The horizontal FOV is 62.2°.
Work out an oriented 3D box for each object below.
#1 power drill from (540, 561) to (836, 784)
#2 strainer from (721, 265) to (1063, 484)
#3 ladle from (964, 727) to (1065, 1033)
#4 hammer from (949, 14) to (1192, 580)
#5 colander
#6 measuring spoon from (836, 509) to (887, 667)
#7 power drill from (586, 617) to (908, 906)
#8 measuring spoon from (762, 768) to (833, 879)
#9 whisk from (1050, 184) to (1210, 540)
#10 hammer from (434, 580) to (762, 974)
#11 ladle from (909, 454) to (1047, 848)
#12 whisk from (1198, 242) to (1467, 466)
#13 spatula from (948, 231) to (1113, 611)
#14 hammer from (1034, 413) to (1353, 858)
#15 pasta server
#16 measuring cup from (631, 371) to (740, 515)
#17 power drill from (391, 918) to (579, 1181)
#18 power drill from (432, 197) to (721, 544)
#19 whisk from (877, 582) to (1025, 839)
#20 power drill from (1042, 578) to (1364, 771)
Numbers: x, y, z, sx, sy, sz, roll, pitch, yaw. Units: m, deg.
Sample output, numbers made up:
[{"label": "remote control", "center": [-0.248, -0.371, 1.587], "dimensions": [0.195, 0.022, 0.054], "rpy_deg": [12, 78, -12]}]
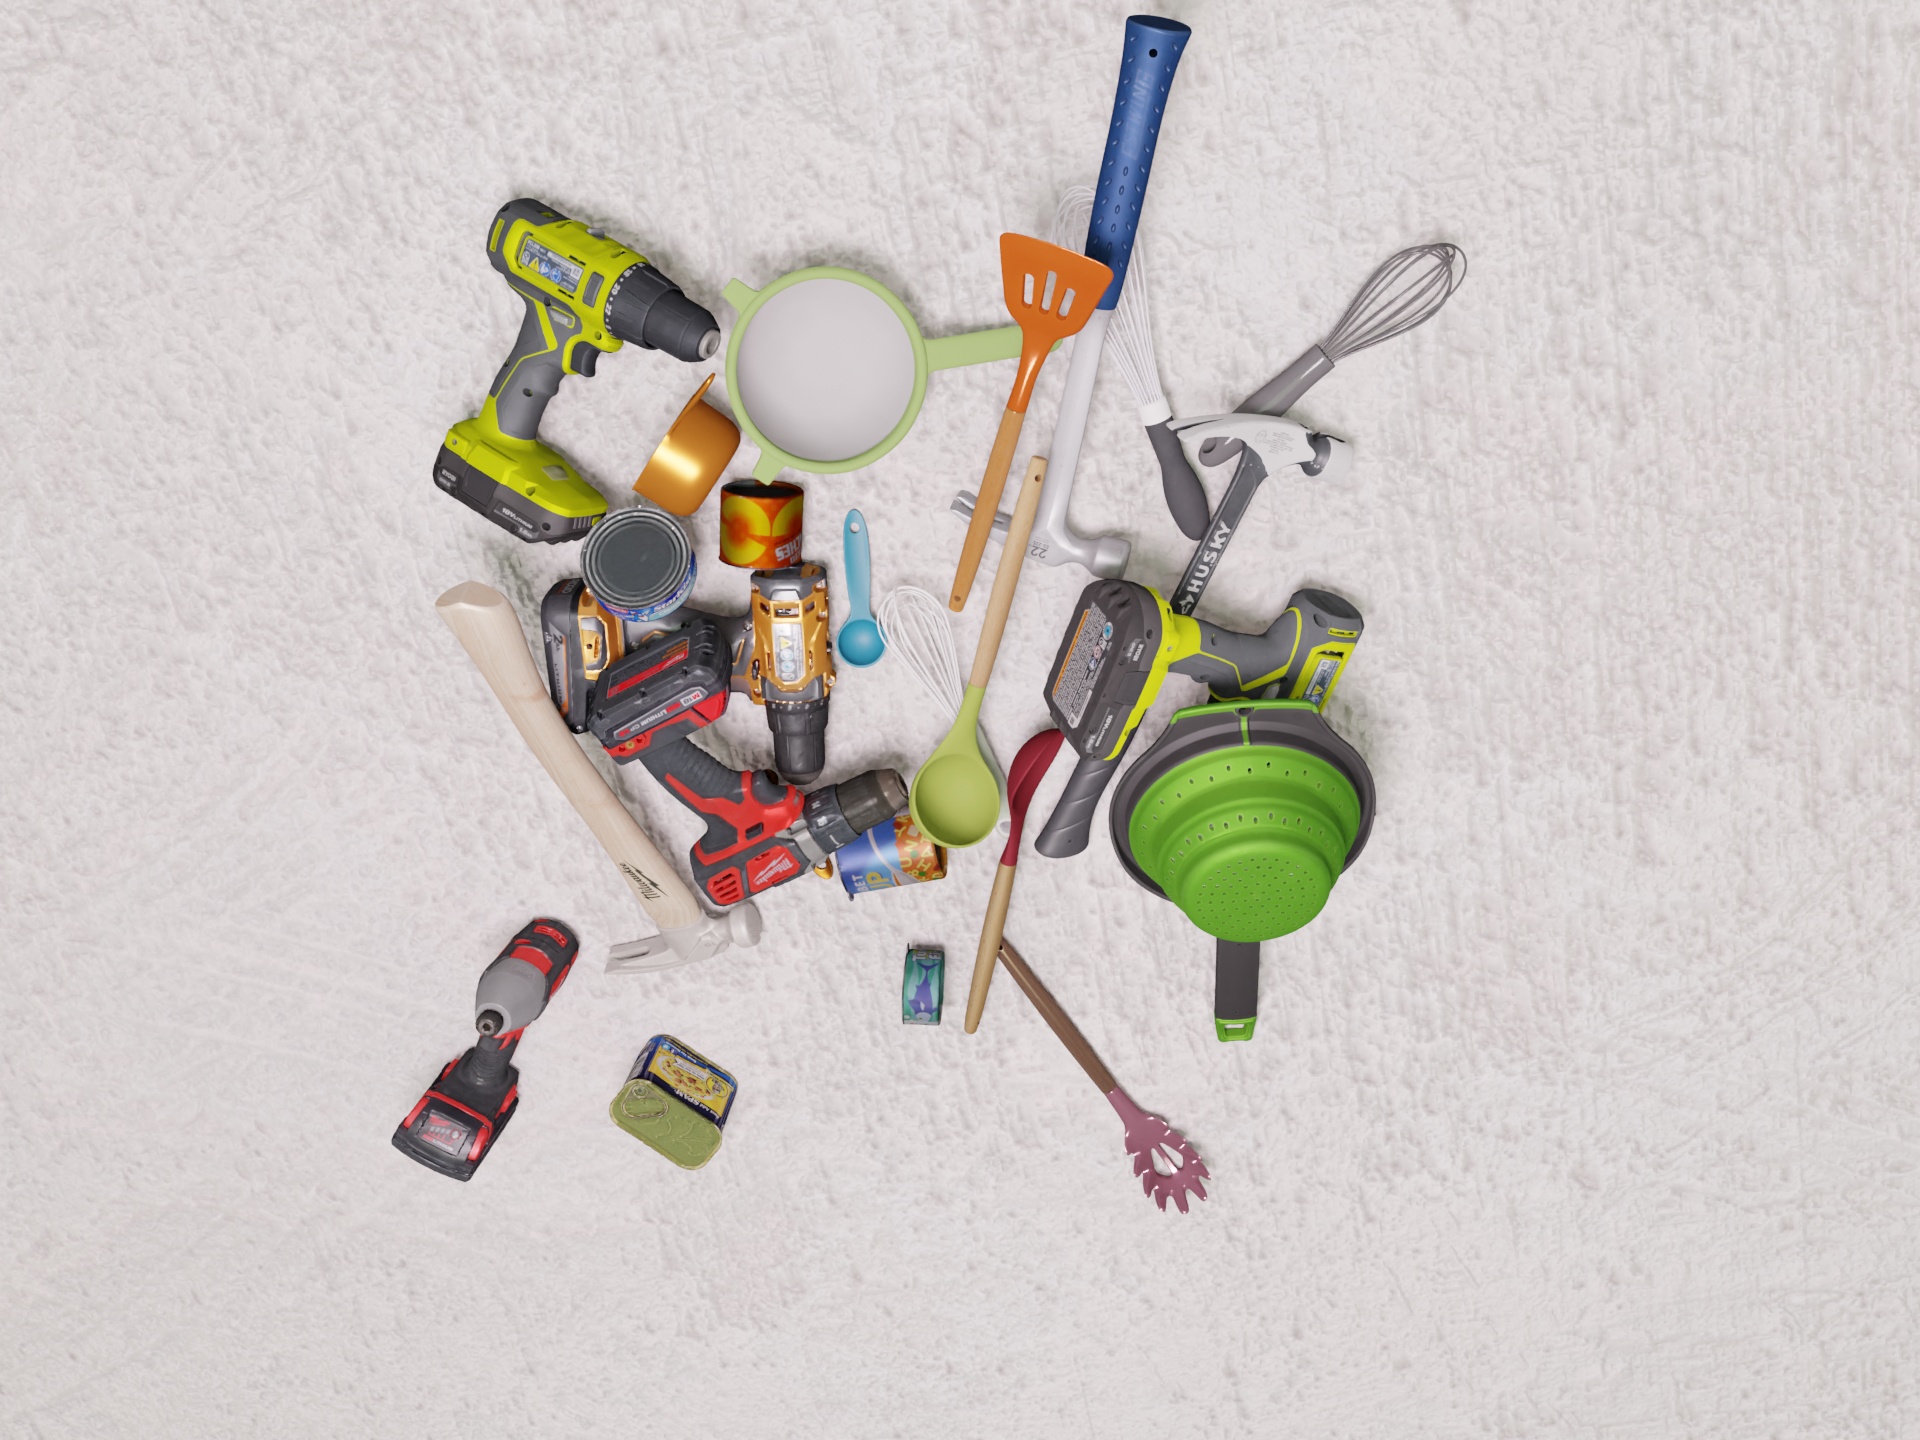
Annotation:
[{"label": "power drill", "center": [-0.214, -0.034, 1.297], "dimensions": [0.226, 0.084, 0.185], "rpy_deg": [-1, 112, 1]}, {"label": "strainer", "center": [-0.052, -0.276, 1.206], "dimensions": [0.256, 0.069, 0.151], "rpy_deg": [-11, 110, -9]}, {"label": "ladle", "center": [0.037, 0.140, 1.335], "dimensions": [0.031, 0.069, 0.315], "rpy_deg": [24, 121, 22]}, {"label": "hammer", "center": [0.090, -0.288, 1.135], "dimensions": [0.144, 0.035, 0.405], "rpy_deg": [16, 127, 7]}, {"label": "colander", "center": [0.224, 0.159, 1.250], "dimensions": [0.204, 0.095, 0.396], "rpy_deg": [-4, 132, 4]}, {"label": "measuring spoon", "center": [-0.084, -0.107, 1.291], "dimensions": [0.042, 0.021, 0.128], "rpy_deg": [-5, 102, -12]}, {"label": "power drill", "center": [-0.165, 0.032, 1.253], "dimensions": [0.188, 0.080, 0.226], "rpy_deg": [-26, 121, 10]}, {"label": "measuring spoon", "center": [-0.141, 0.089, 1.372], "dimensions": [0.021, 0.011, 0.116], "rpy_deg": [-25, 110, 13]}, {"label": "whisk", "center": [0.135, -0.262, 1.192], "dimensions": [0.070, 0.070, 0.284], "rpy_deg": [-19, 112, 12]}, {"label": "hammer", "center": [-0.311, 0.059, 1.290], "dimensions": [0.146, 0.038, 0.410], "rpy_deg": [-15, 128, 14]}, {"label": "ladle", "center": [0.025, -0.047, 1.230], "dimensions": [0.078, 0.062, 0.320], "rpy_deg": [4, 115, -25]}, {"label": "whisk", "center": [0.272, -0.268, 1.182], "dimensions": [0.239, 0.055, 0.055], "rpy_deg": [-40, 103, 22]}, {"label": "spatula", "center": [0.032, -0.204, 1.164], "dimensions": [0.081, 0.041, 0.322], "rpy_deg": [21, 129, 4]}, {"label": "hammer", "center": [0.154, -0.056, 1.257], "dimensions": [0.149, 0.036, 0.408], "rpy_deg": [11, 118, -28]}, {"label": "pasta server", "center": [0.119, 0.311, 1.415], "dimensions": [0.060, 0.040, 0.316], "rpy_deg": [-36, 103, 4]}, {"label": "measuring cup", "center": [-0.191, -0.209, 1.188], "dimensions": [0.052, 0.173, 0.095], "rpy_deg": [34, 67, -14]}, {"label": "power drill", "center": [-0.415, 0.290, 1.400], "dimensions": [0.078, 0.143, 0.219], "rpy_deg": [28, 113, -3]}, {"label": "power drill", "center": [-0.292, -0.252, 1.200], "dimensions": [0.190, 0.080, 0.228], "rpy_deg": [32, 111, 13]}, {"label": "whisk", "center": [-0.002, -0.004, 1.305], "dimensions": [0.058, 0.059, 0.246], "rpy_deg": [-18, 113, 17]}, {"label": "power drill", "center": [0.186, -0.025, 1.224], "dimensions": [0.223, 0.080, 0.171], "rpy_deg": [5, 121, -27]}]
